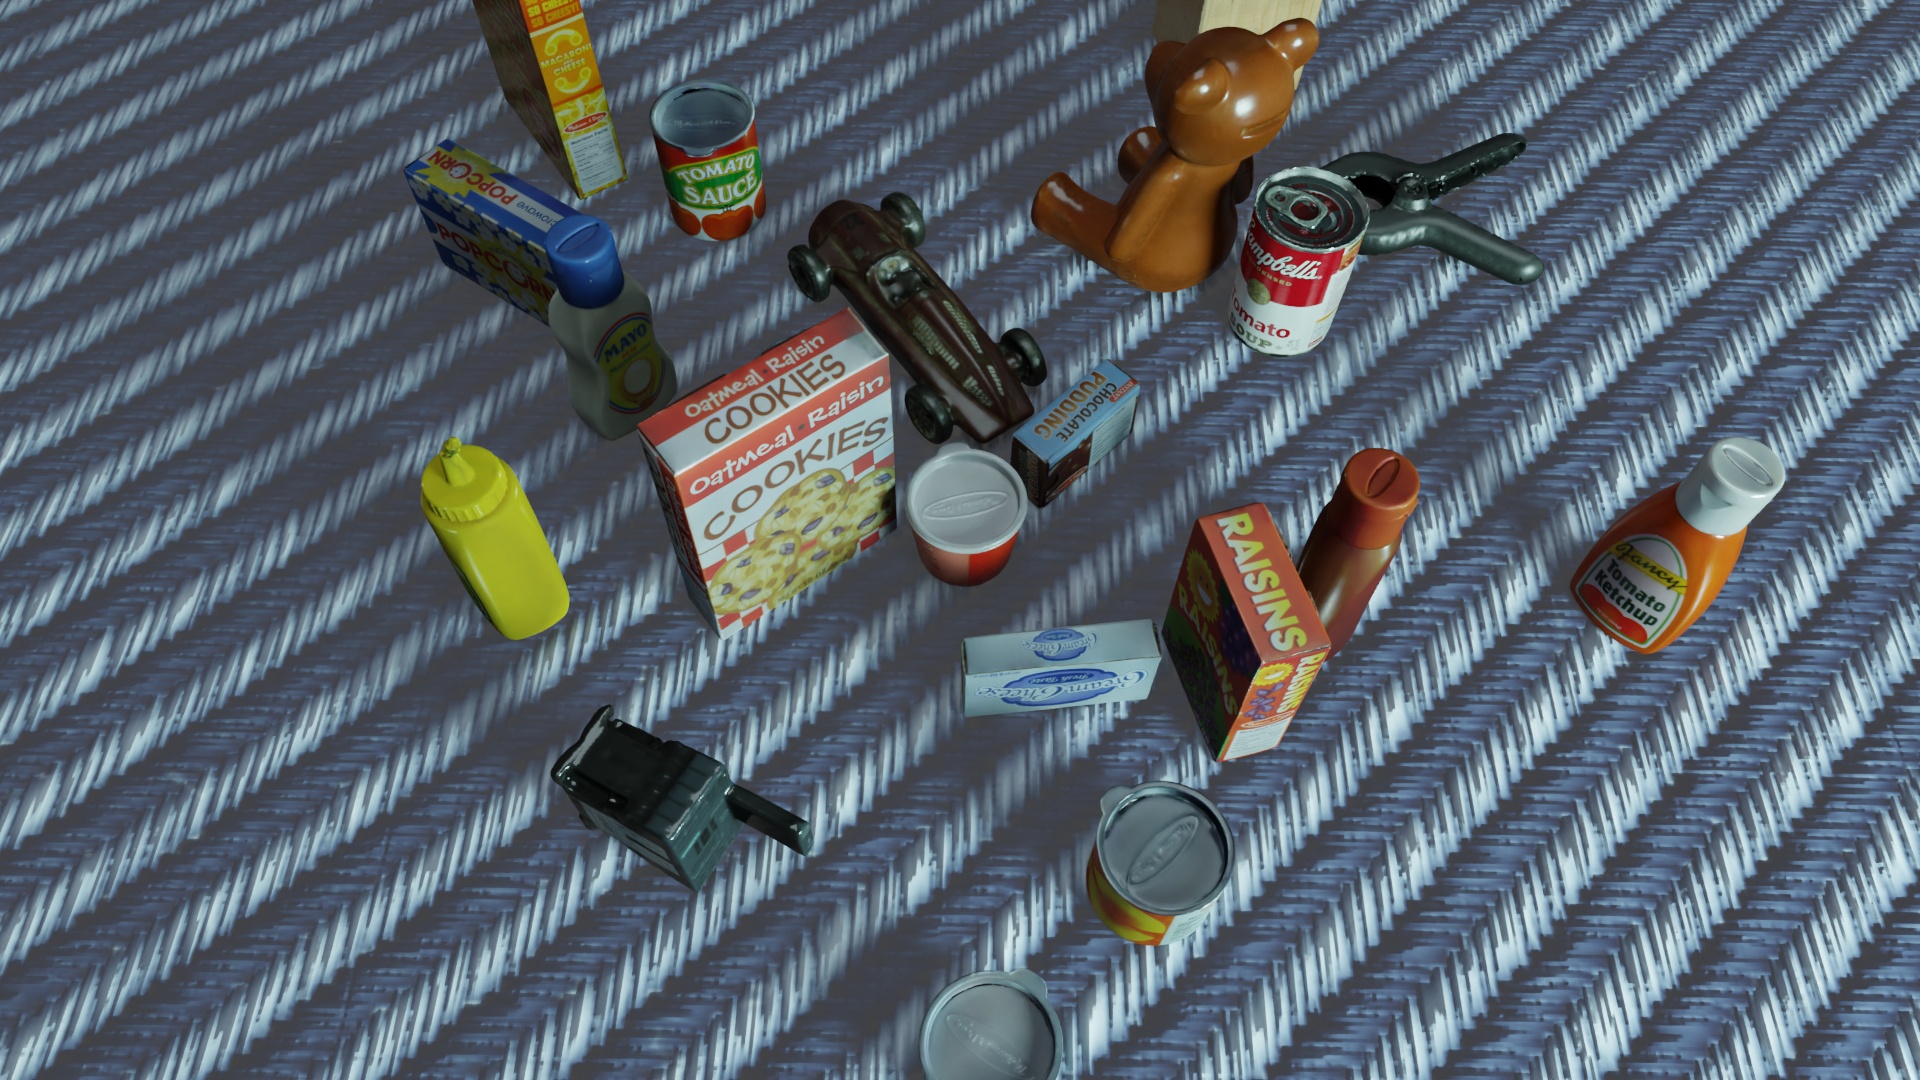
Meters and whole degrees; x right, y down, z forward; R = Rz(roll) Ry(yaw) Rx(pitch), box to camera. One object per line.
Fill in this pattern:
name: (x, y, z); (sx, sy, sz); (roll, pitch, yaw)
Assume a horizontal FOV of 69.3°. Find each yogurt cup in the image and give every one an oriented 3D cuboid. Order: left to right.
yogurt cup: (0.003, -0.010, 0.787); (0.072, 0.053, 0.073); (0, 58, -1)

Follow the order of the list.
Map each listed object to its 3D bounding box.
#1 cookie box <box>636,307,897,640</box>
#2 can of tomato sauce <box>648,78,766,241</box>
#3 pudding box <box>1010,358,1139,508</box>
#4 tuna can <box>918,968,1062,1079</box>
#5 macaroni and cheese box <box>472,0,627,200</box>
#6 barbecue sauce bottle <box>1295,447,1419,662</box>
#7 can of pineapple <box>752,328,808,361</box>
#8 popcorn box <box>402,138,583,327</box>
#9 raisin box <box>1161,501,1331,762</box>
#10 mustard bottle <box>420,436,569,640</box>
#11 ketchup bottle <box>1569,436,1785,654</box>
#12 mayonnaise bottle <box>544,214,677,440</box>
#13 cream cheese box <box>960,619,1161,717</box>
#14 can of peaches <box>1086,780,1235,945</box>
cookie box: (-0.095, -0.031, 0.732); (0.123, 0.166, 0.040); (-33, 65, -19)
can of tomato sauce: (-0.164, -0.248, 0.914); (0.071, 0.082, 0.071); (0, 58, -1)
pudding box: (0.068, -0.064, 0.824); (0.030, 0.049, 0.084); (40, 66, 21)
tuna can: (0.015, 0.236, 0.648); (0.071, 0.032, 0.071); (0, 58, -1)
macaroni and cheese box: (-0.279, -0.328, 0.913); (0.040, 0.165, 0.124); (-30, 64, -18)
barbecue sauce bottle: (0.201, 0.008, 0.724); (0.044, 0.147, 0.065); (33, 64, 18)
can of pineapple: (-0.090, -0.080, 0.826); (0.071, 0.057, 0.071); (0, 58, -1)
popcorn box: (-0.280, -0.187, 0.873); (0.127, 0.084, 0.038); (30, 63, 17)
raisin box: (0.143, 0.050, 0.712); (0.040, 0.122, 0.086); (-13, 60, -9)
mustard bottle: (-0.245, -0.007, 0.719); (0.049, 0.159, 0.065); (-31, 64, -18)
ketchup bottle: (0.378, 0.001, 0.731); (0.044, 0.148, 0.065); (-34, 65, -19)
mayonnaise bottle: (-0.204, -0.122, 0.797); (0.041, 0.147, 0.065); (38, 65, 20)
cream cheese box: (0.052, 0.068, 0.740); (0.104, 0.053, 0.024); (-5, 59, -4)
can of peaches: (0.095, 0.158, 0.682); (0.071, 0.057, 0.071); (0, 58, -1)
